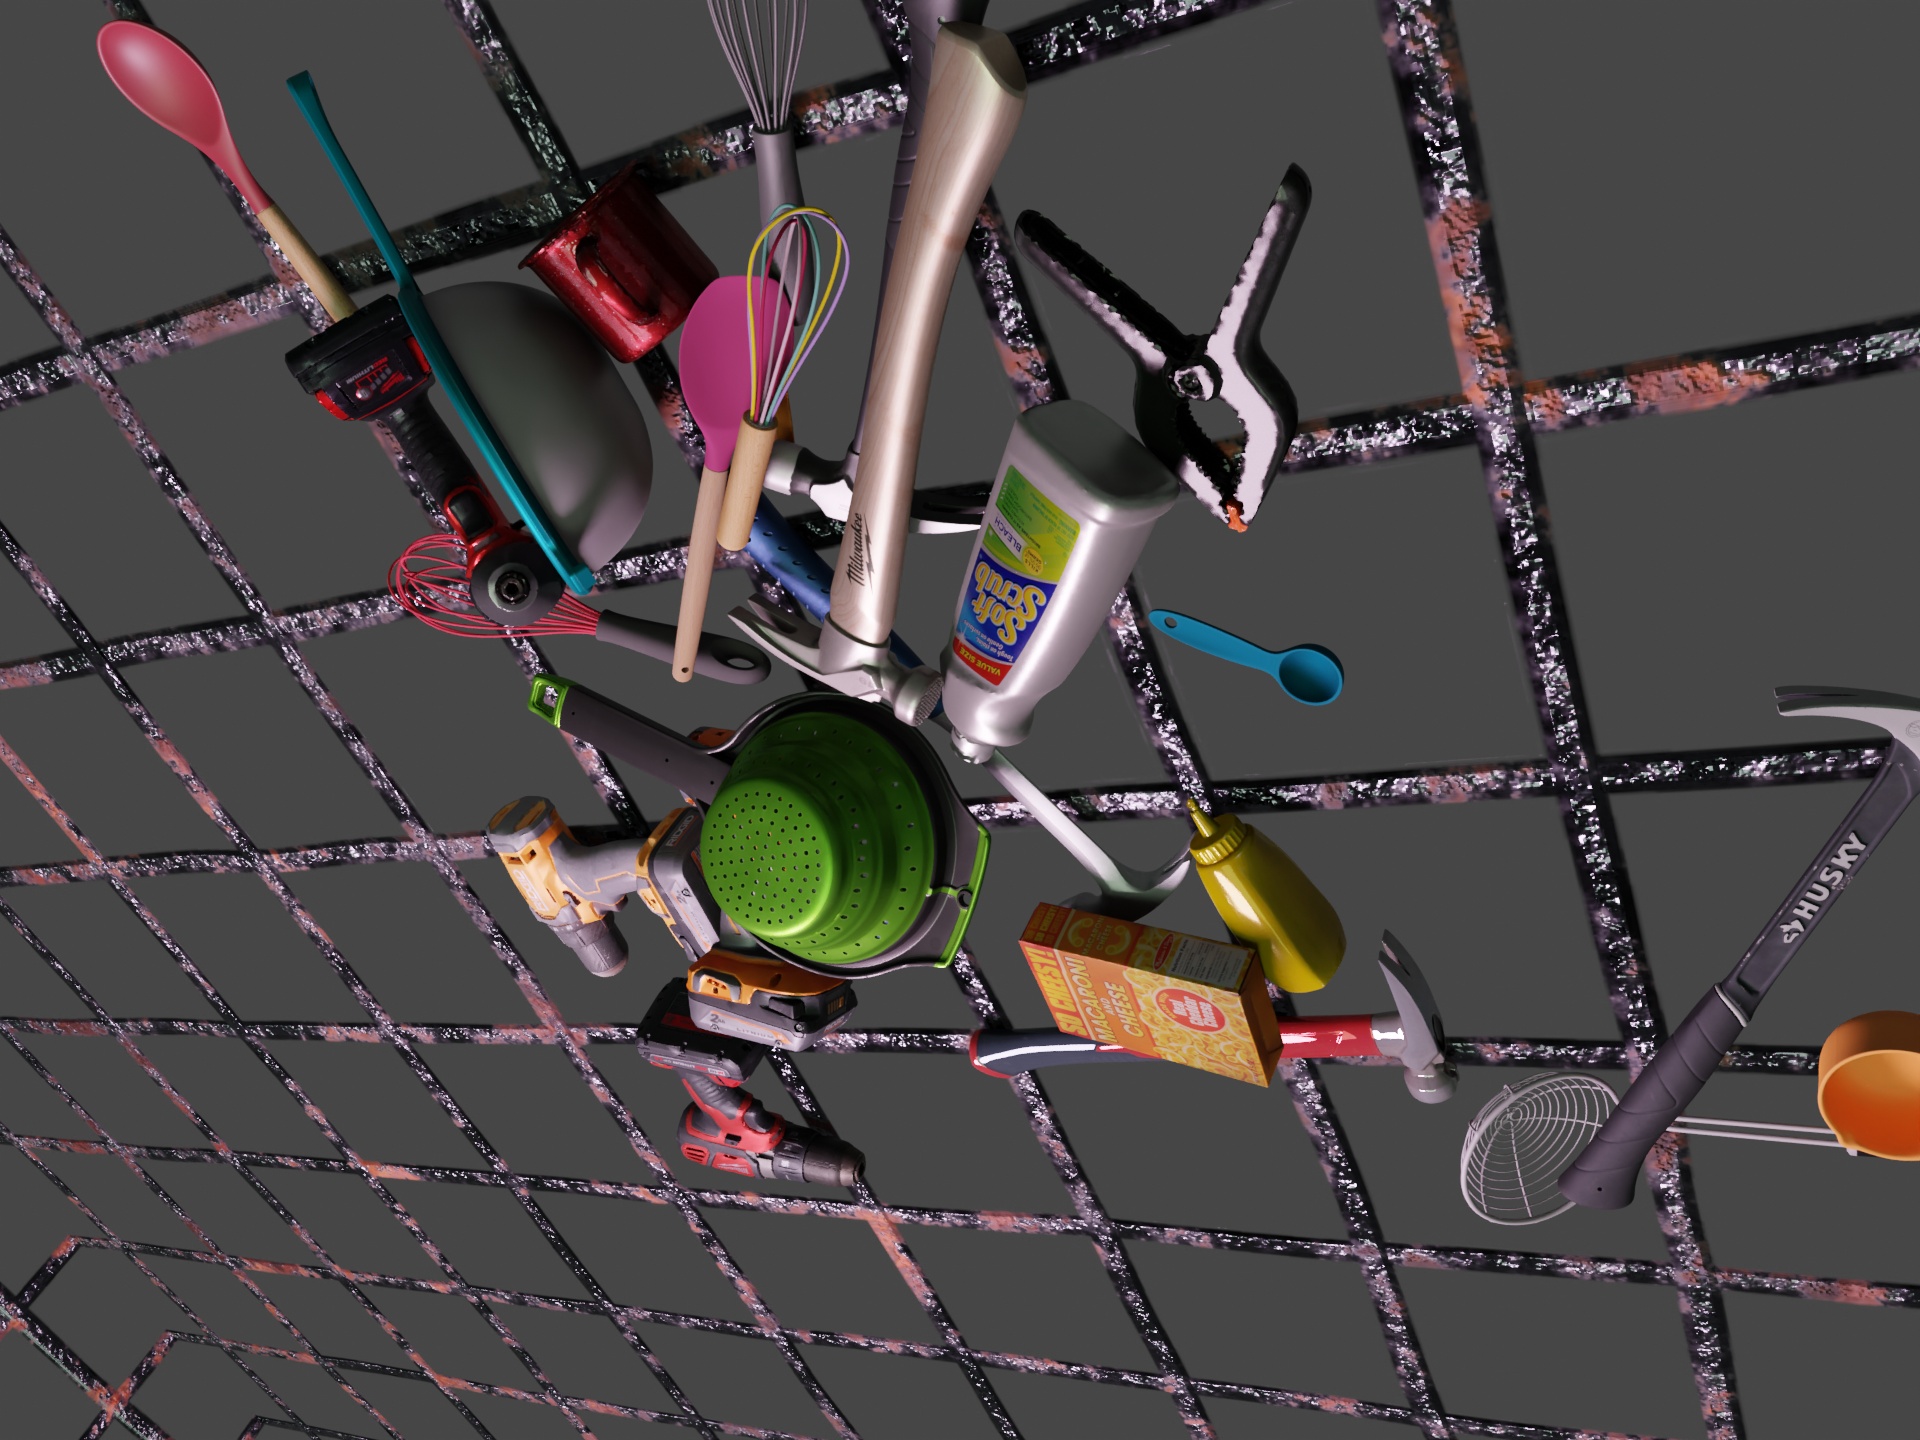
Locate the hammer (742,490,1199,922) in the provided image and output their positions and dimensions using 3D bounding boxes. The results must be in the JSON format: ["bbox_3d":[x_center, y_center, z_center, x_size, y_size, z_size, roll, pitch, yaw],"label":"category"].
[{"bbox_3d":[-0.002,-0.003,1.095,0.405,0.035,0.144,44,133,-14],"label":"hammer"}]

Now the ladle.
[{"bbox_3d":[-0.440,-0.314,1.048,0.069,0.031,0.315,-13,123,34],"label":"ladle"}]

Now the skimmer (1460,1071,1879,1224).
[{"bbox_3d":[0.524,0.294,1.055,0.363,0.090,0.127,-2,120,27],"label":"skimmer"}]

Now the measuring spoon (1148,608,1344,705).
[{"bbox_3d":[0.179,-0.048,0.987,0.129,0.021,0.042,23,136,19],"label":"measuring spoon"}]

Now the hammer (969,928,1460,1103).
[{"bbox_3d":[0.169,0.234,1.215,0.386,0.038,0.143,-9,122,32],"label":"hammer"}]

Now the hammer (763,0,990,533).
[{"bbox_3d":[-0.025,-0.247,0.893,0.146,0.035,0.334,19,132,5],"label":"hammer"}]

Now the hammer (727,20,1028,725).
[{"bbox_3d":[-0.043,-0.184,0.899,0.146,0.038,0.410,28,131,15],"label":"hammer"}]

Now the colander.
[{"bbox_3d":[-0.175,0.054,1.104,0.397,0.094,0.204,24,107,23],"label":"colander"}]

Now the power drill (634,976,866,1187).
[{"bbox_3d":[-0.190,0.348,1.465,0.188,0.080,0.226,8,134,20],"label":"power drill"}]

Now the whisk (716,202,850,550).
[{"bbox_3d":[-0.117,-0.194,0.928,0.051,0.047,0.244,37,137,14],"label":"whisk"}]

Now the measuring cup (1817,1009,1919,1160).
[{"bbox_3d":[0.618,0.245,0.986,0.173,0.052,0.095,31,129,4],"label":"measuring cup"}]

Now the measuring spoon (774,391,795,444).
[{"bbox_3d":[-0.115,-0.200,1.001,0.021,0.011,0.116,2,125,18],"label":"measuring spoon"}]

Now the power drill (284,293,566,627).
[{"bbox_3d":[-0.335,-0.158,1.035,0.078,0.143,0.219,-33,105,-6],"label":"power drill"}]

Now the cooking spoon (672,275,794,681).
[{"bbox_3d":[-0.159,-0.142,1.009,0.068,0.017,0.318,-5,137,-23],"label":"cooking spoon"}]

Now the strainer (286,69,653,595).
[{"bbox_3d":[-0.279,-0.245,0.969,0.095,0.211,0.340,-29,105,-7],"label":"strainer"}]

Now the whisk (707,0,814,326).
[{"bbox_3d":[-0.100,-0.320,0.864,0.055,0.055,0.238,13,137,16],"label":"whisk"}]

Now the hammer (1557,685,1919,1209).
[{"bbox_3d":[0.467,0.154,0.952,0.149,0.036,0.408,25,123,9],"label":"hammer"}]

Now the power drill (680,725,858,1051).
[{"bbox_3d":[-0.130,0.123,1.185,0.164,0.084,0.226,7,103,27],"label":"power drill"}]

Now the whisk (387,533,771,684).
[{"bbox_3d":[-0.278,-0.075,1.154,0.296,0.073,0.073,16,133,6],"label":"whisk"}]

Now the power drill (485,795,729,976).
[{"bbox_3d":[-0.272,0.150,1.332,0.226,0.084,0.185,0,128,31],"label":"power drill"}]
